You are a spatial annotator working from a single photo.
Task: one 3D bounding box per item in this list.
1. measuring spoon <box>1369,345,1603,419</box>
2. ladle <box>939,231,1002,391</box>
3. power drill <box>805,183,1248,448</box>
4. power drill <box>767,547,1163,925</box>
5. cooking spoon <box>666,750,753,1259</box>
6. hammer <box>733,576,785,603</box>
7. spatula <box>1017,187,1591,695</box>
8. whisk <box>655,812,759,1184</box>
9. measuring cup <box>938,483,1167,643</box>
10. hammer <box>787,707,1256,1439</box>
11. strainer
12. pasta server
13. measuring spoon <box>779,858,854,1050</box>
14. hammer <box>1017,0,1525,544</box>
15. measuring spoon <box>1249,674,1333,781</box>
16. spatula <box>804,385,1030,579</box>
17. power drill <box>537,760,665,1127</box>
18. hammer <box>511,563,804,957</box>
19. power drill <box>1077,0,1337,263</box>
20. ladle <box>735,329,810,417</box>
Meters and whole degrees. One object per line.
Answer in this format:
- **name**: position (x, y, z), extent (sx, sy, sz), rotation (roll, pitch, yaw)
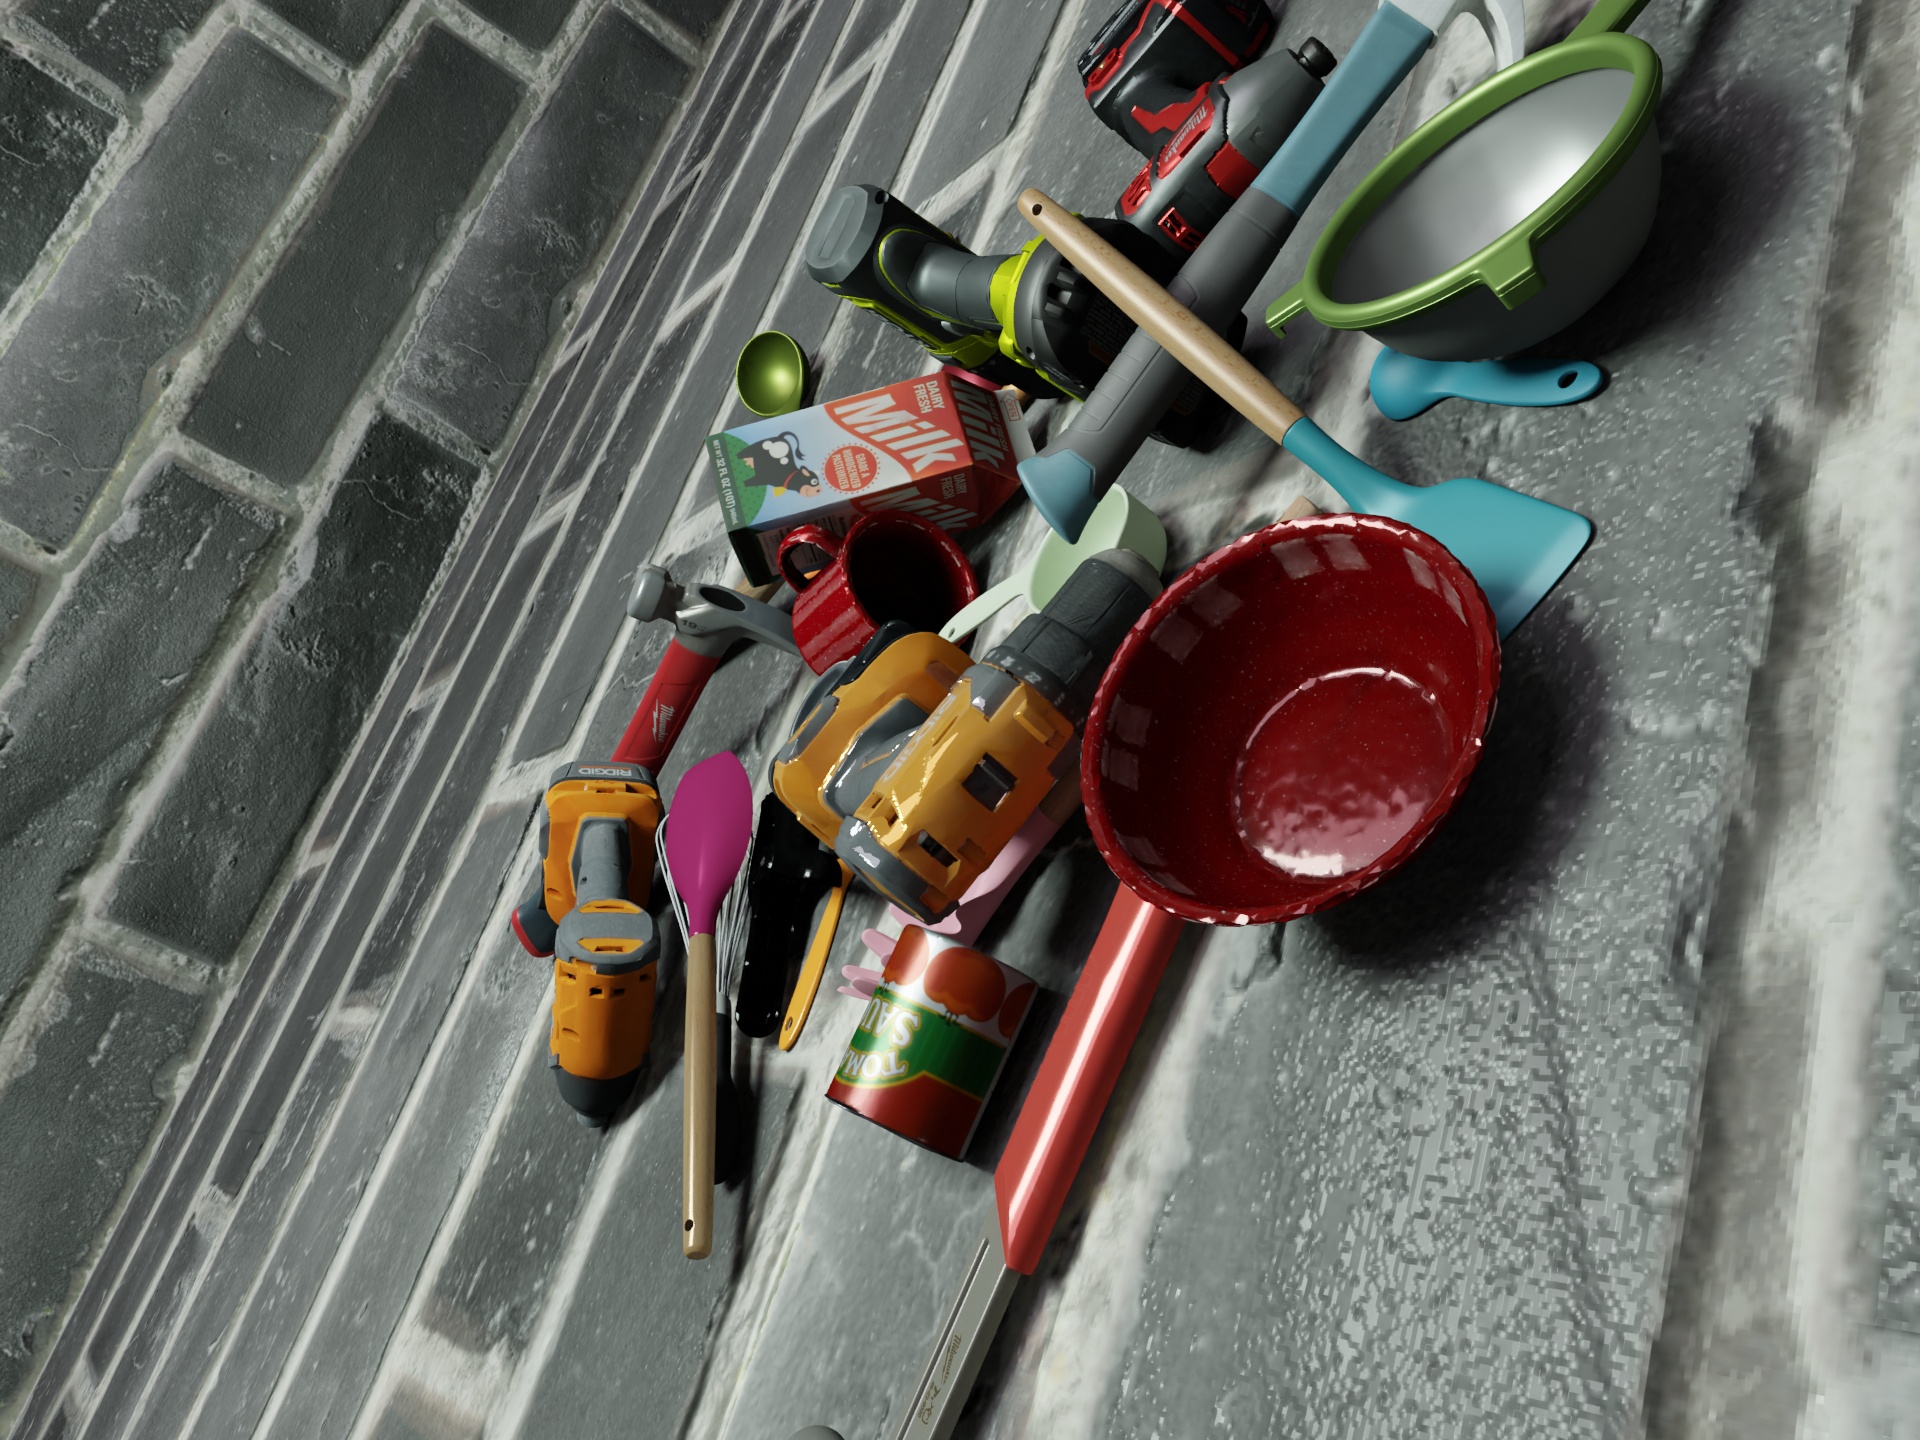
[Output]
- **measuring spoon**: position (0.207, -0.143, 0.645), extent (0.042, 0.021, 0.129), rotation (-60, 26, 0)
- **ladle**: position (-0.003, -0.307, 1.196), extent (0.069, 0.031, 0.316), rotation (-45, 27, 26)
- **power drill**: position (0.043, -0.216, 0.867), extent (0.229, 0.190, 0.080), rotation (30, 95, 51)
- **power drill**: position (-0.001, -0.002, 0.763), extent (0.185, 0.084, 0.226), rotation (-51, 15, -9)
- **cooking spoon**: position (-0.145, 0.145, 0.893), extent (0.069, 0.017, 0.319), rotation (-26, 47, 22)
- **hammer**: position (-0.142, -0.106, 1.174), extent (0.130, 0.031, 0.331), rotation (-50, 8, -33)
- **spatula**: position (0.119, -0.139, 0.659), extent (0.082, 0.044, 0.318), rotation (-51, 61, 18)
- **whisk**: position (-0.149, 0.148, 0.943), extent (0.070, 0.070, 0.285), rotation (-45, 34, 28)
- **measuring cup**: position (0.046, -0.064, 0.838), extent (0.167, 0.038, 0.083), rotation (-29, 39, 50)
- **hammer**: position (0.039, 0.162, 0.610), extent (0.149, 0.036, 0.359), rotation (7, 69, 62)
- **strainer**: position (0.247, -0.229, 0.632), extent (0.256, 0.069, 0.151), rotation (-50, 24, -10)
- **pasta server**: position (0.053, 0.019, 0.736), extent (0.316, 0.040, 0.060), rotation (-51, 9, 15)
- **measuring spoon**: position (-0.083, 0.129, 0.892), extent (0.021, 0.011, 0.117), rotation (-20, 46, 53)
- **hammer**: position (0.134, -0.226, 0.730), extent (0.331, 0.128, 0.033), rotation (-54, -8, 3)
- **measuring spoon**: position (0.144, -0.023, 0.647), extent (0.034, 0.018, 0.124), rotation (-13, 43, 38)
- **spatula**: position (0.010, -0.197, 1.036), extent (0.322, 0.041, 0.081), rotation (-47, 5, 22)
- **power drill**: position (-0.239, 0.147, 1.054), extent (0.227, 0.084, 0.164), rotation (-111, 28, -56)
- **hammer**: position (-0.234, 0.054, 1.172), extent (0.386, 0.143, 0.038), rotation (-55, 22, 35)
- **power drill**: position (0.145, -0.372, 0.943), extent (0.143, 0.078, 0.220), rotation (-44, 33, 30)
- **ladle**: position (-0.150, -0.246, 1.362), extent (0.078, 0.062, 0.320), rotation (-51, 29, 23)
